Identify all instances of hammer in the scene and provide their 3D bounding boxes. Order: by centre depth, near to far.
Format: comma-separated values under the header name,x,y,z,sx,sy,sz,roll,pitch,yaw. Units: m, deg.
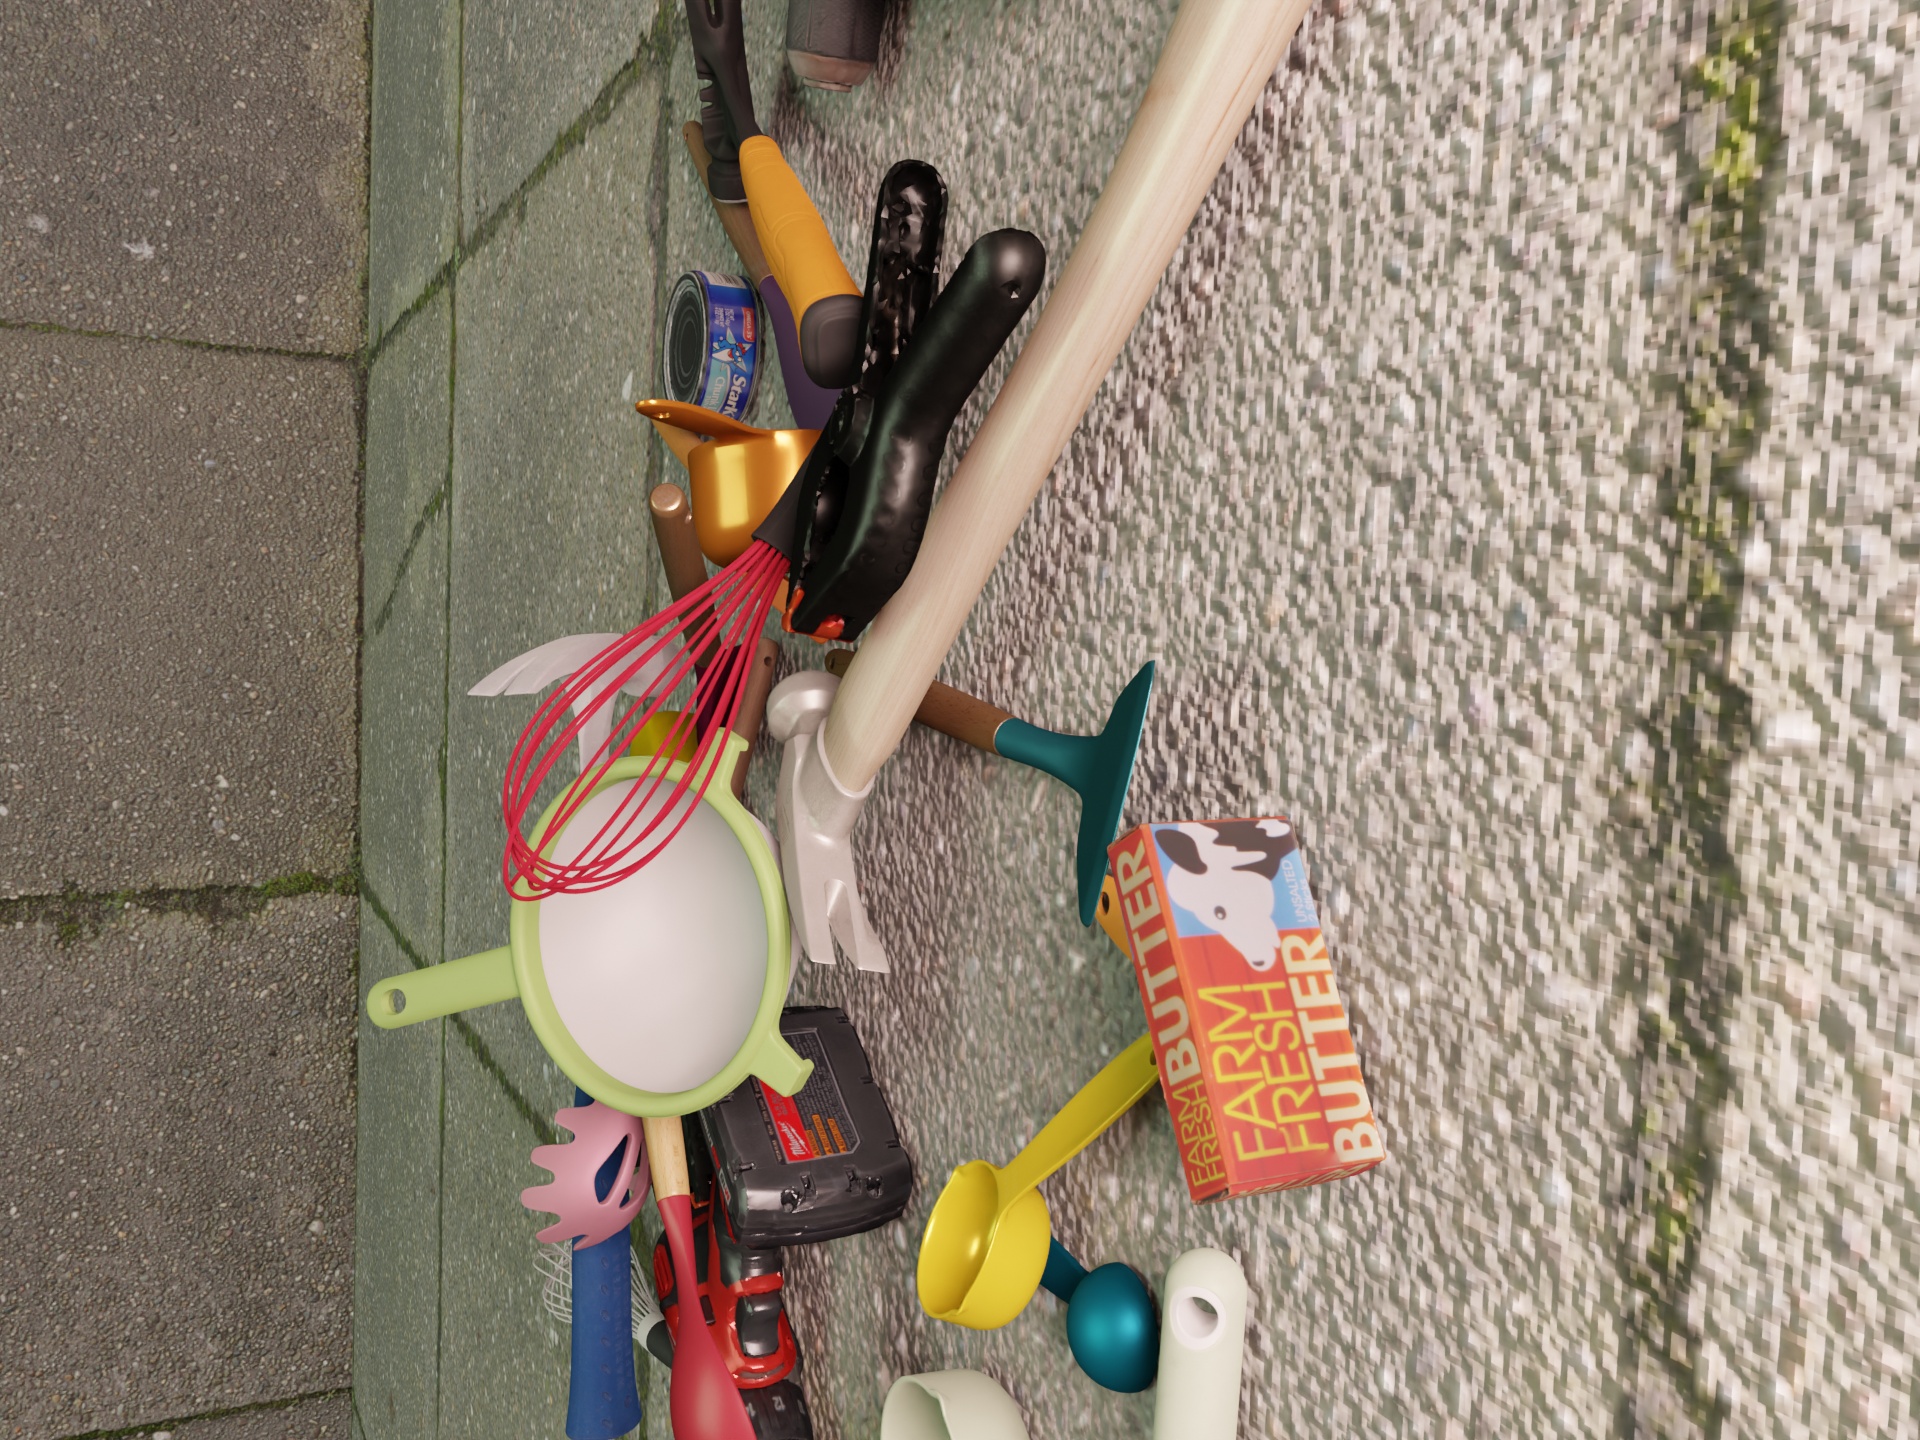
name,x,y,z,sx,sy,sz,roll,pitch,yaw
hammer,0.023,-0.091,0.529,0.410,0.038,0.146,-60,30,36
hammer,-0.085,-0.245,0.712,0.337,0.034,0.127,-113,15,-50
hammer,-0.187,0.158,0.804,0.035,0.144,0.405,0,91,21

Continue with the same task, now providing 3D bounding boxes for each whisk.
name,x,y,z,sx,sy,sz,roll,pitch,yaw
whisk,0.066,0.283,0.482,0.058,0.059,0.246,4,90,21
whisk,-0.084,-0.051,0.627,0.296,0.073,0.073,-55,27,-9
whisk,-0.199,0.368,0.985,0.285,0.070,0.070,0,89,57

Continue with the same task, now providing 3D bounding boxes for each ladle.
name,x,y,z,sx,sy,sz,roll,pitch,yaw
ladle,-0.131,0.188,0.711,0.069,0.031,0.316,125,137,-51

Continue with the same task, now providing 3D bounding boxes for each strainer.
name,x,y,z,sx,sy,sz,roll,pitch,yaw
strainer,-0.162,0.104,0.716,0.256,0.069,0.151,-18,81,31

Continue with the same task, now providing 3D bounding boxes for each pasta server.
name,x,y,z,sx,sy,sz,roll,pitch,yaw
pasta server,-0.142,0.102,0.792,0.040,0.060,0.316,-8,60,43

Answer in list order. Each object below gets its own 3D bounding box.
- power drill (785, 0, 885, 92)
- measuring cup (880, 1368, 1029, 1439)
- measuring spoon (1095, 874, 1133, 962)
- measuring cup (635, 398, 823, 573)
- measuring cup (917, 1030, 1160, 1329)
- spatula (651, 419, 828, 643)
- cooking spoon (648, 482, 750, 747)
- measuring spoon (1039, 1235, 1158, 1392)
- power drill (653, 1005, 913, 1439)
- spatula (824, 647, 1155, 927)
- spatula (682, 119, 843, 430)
name,x,y,z,sx,sy,sz,roll,pitch,yaw
power drill,-0.019,-0.336,0.619,0.226,0.084,0.185,-129,44,-56
measuring cup,0.021,0.305,0.574,0.168,0.038,0.083,37,122,55
measuring spoon,0.066,0.082,0.514,0.117,0.011,0.021,47,130,53
measuring cup,-0.090,-0.096,0.675,0.173,0.095,0.052,2,-97,-72
measuring cup,0.037,0.157,0.551,0.156,0.029,0.062,-51,22,28
spatula,-0.130,-0.135,0.892,0.323,0.041,0.081,-132,49,-58
cooking spoon,-0.122,-0.040,0.748,0.318,0.017,0.069,106,-176,-73
measuring spoon,0.028,0.201,0.575,0.129,0.021,0.042,14,102,63
power drill,-0.090,0.268,0.750,0.188,0.080,0.226,-121,37,-46
spatula,-0.001,-0.002,0.613,0.318,0.044,0.082,23,101,62
spatula,-0.108,-0.244,0.854,0.316,0.018,0.059,64,142,39
